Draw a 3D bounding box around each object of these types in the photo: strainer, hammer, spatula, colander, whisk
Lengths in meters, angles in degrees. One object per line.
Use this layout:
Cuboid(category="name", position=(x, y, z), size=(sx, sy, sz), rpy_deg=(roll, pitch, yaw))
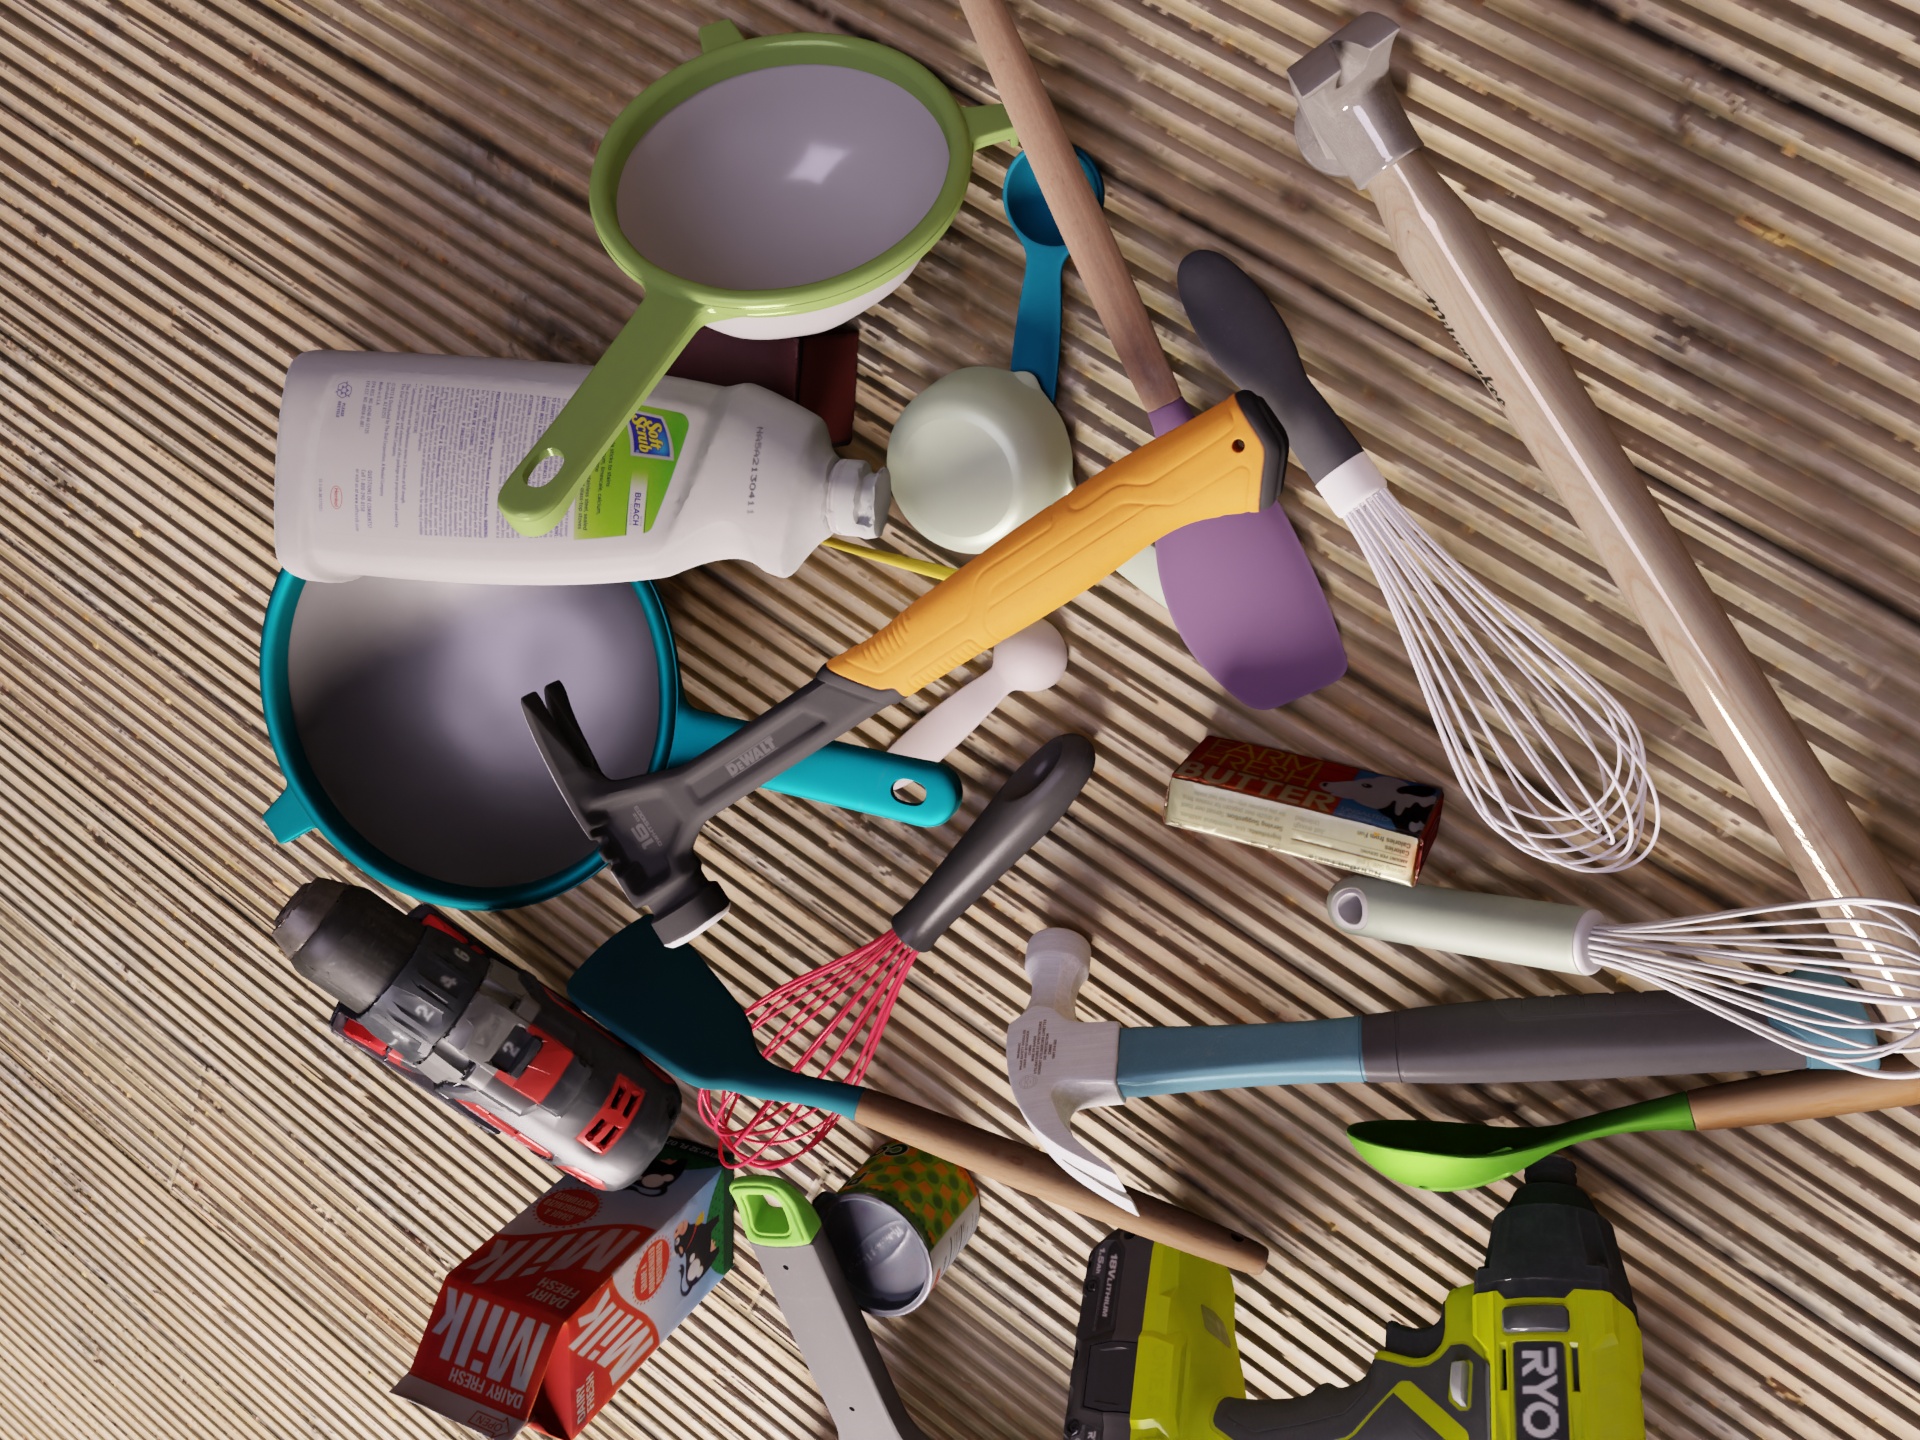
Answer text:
Cuboid(category="strainer", position=(-0.157, -0.007, 0.754), size=(0.340, 0.095, 0.211), rpy_deg=(13, 100, 10))
Cuboid(category="hammer", position=(0.175, 0.128, 0.634), size=(0.331, 0.128, 0.033), rpy_deg=(-8, 134, 21))
Cuboid(category="spatula", position=(0.067, -0.146, 0.624), size=(0.060, 0.018, 0.316), rpy_deg=(-23, 101, 15))
Cuboid(category="hammer", position=(-0.024, -0.035, 0.637), size=(0.337, 0.034, 0.127), rpy_deg=(-31, 94, 20))
Cuboid(category="colander", position=(-0.044, 0.400, 0.773), size=(0.204, 0.094, 0.396), rpy_deg=(-8, 114, 28))
Cuboid(category="whisk", position=(0.236, 0.081, 0.575), size=(0.246, 0.059, 0.058), rpy_deg=(4, 95, 50))
Cuboid(category="whisk", position=(-0.035, 0.112, 0.747), size=(0.073, 0.073, 0.295), rpy_deg=(44, 113, 7))
Cuboid(category="strainer", position=(-0.093, -0.160, 0.624), size=(0.151, 0.256, 0.069), rpy_deg=(23, 157, 17))
Cuboid(category="whisk", position=(0.166, -0.063, 0.603), size=(0.070, 0.070, 0.285), rpy_deg=(-38, 82, 29))
Cuboid(category="hammer", position=(0.233, -0.051, 0.535), size=(0.038, 0.146, 0.410), rpy_deg=(-33, 94, 18))
Cuboid(category="spatula", position=(-0.018, 0.168, 0.691), size=(0.317, 0.082, 0.044), rpy_deg=(18, 113, 13))

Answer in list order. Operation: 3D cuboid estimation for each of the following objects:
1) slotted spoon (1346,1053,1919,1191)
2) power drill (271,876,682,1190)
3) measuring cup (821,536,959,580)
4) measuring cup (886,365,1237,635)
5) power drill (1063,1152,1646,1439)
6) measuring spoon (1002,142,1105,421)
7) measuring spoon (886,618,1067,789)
Cuboid(category="slotted spoon", position=(0.304, 0.144, 0.601), size=(0.314, 0.070, 0.031), rpy_deg=(-16, 80, 23))
Cuboid(category="power drill", position=(-0.240, 0.137, 0.749), size=(0.187, 0.080, 0.227), rpy_deg=(40, 160, -17))
Cuboid(category="measuring cup", position=(-0.038, -0.087, 0.699), size=(0.156, 0.062, 0.029), rpy_deg=(18, 102, 8))
Cuboid(category="measuring cup", position=(0.041, -0.080, 0.660), size=(0.167, 0.038, 0.083), rpy_deg=(36, 125, 8))
Cuboid(category="power drill", position=(0.162, 0.267, 0.655), size=(0.223, 0.171, 0.080), rpy_deg=(-14, 135, 31))
Cuboid(category="measuring spoon", position=(0.036, -0.172, 0.655), size=(0.042, 0.021, 0.128), rpy_deg=(16, 121, 18))
Cuboid(category="measuring spoon", position=(-0.001, -0.002, 0.719), size=(0.124, 0.018, 0.034), rpy_deg=(-41, 86, 30))
